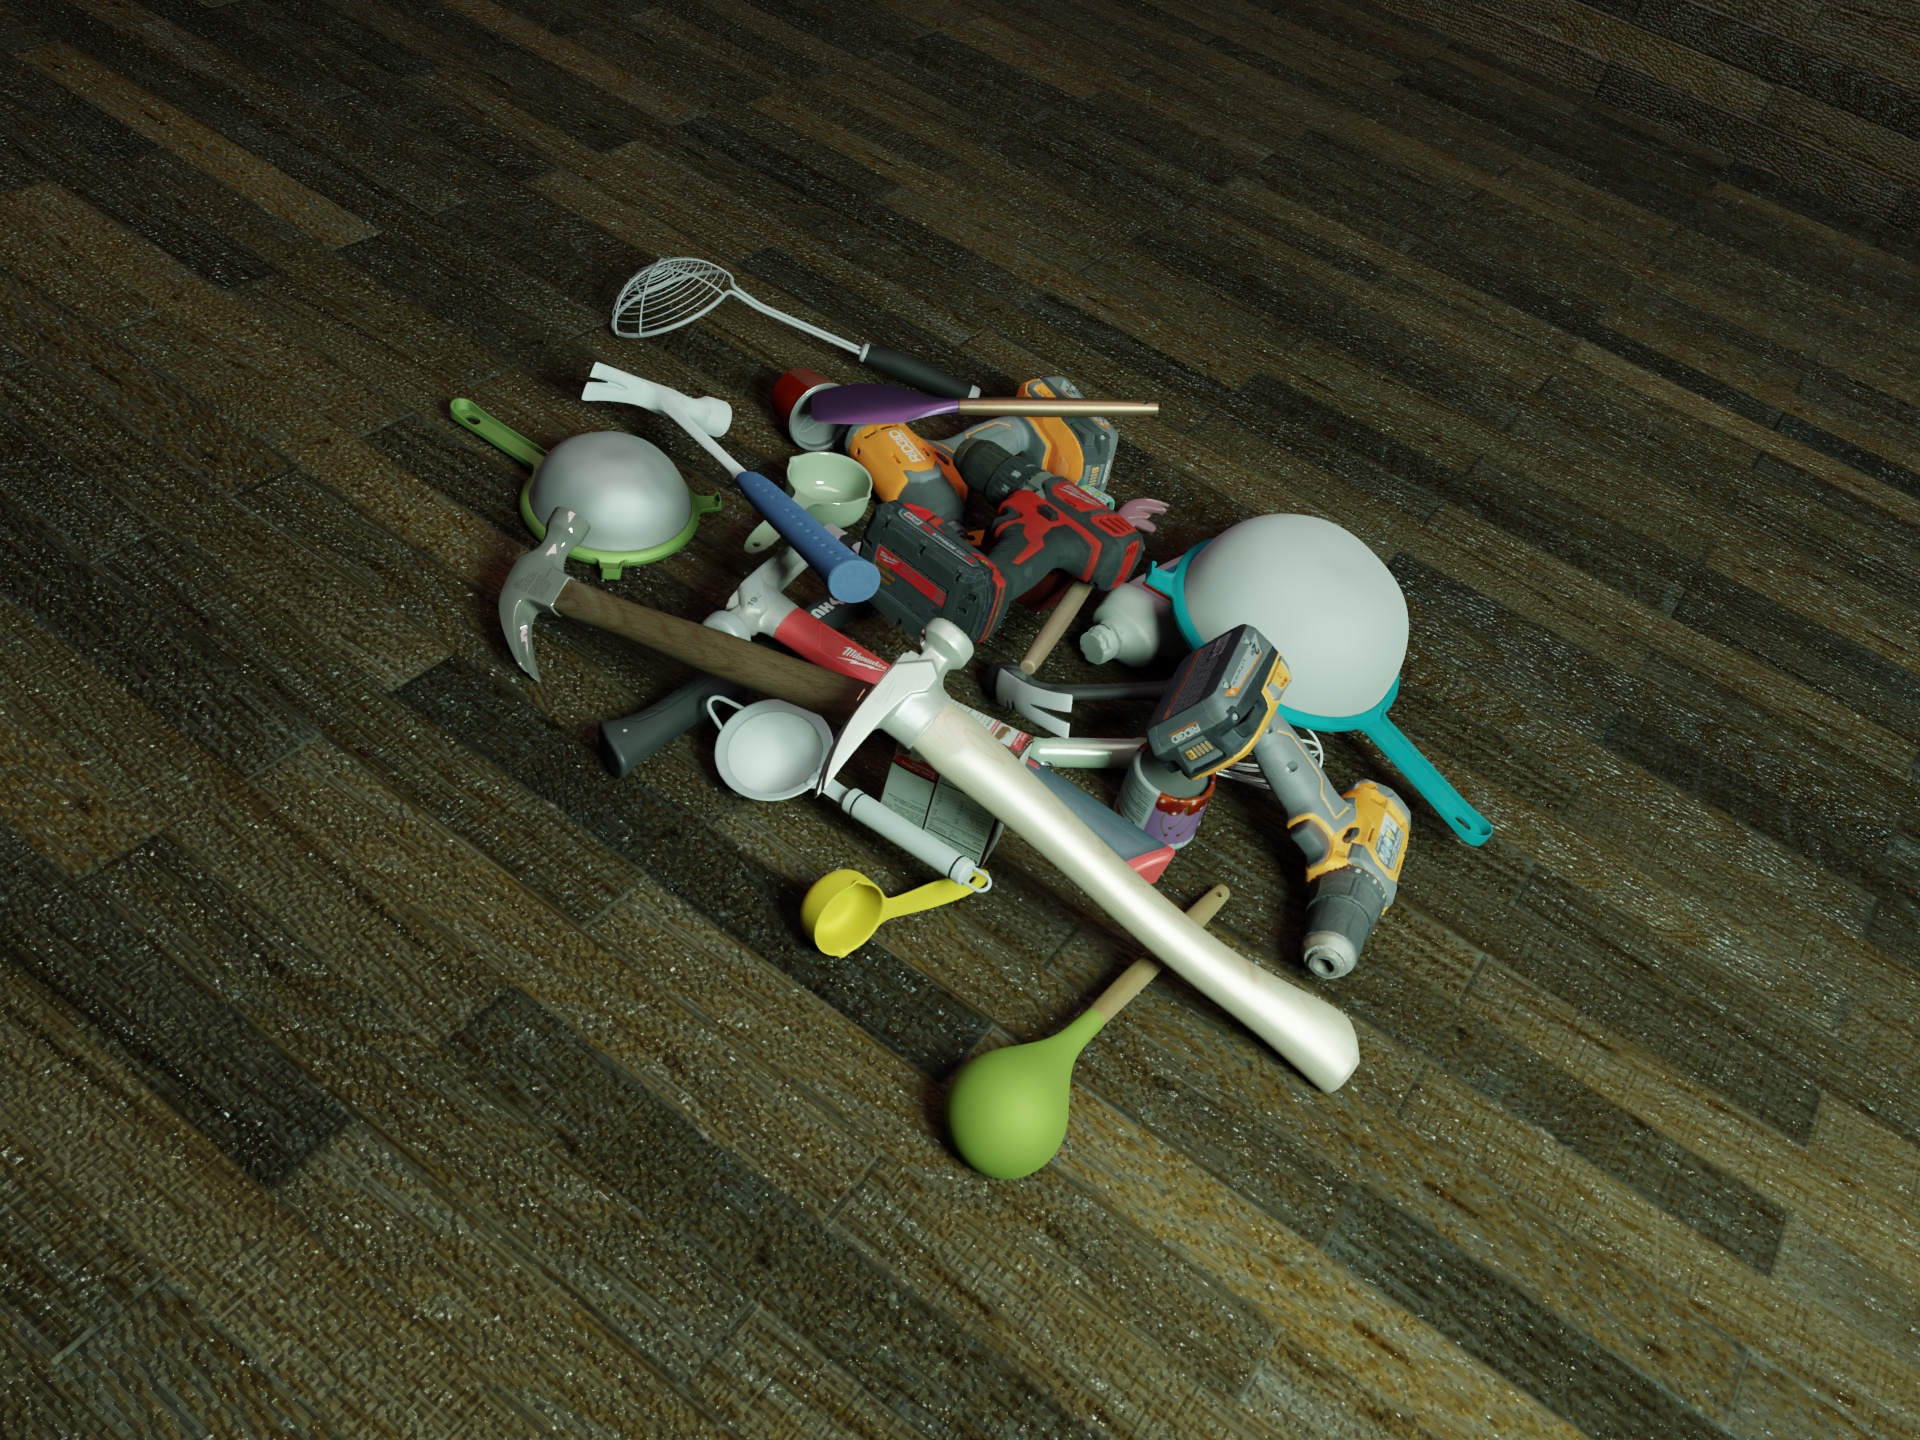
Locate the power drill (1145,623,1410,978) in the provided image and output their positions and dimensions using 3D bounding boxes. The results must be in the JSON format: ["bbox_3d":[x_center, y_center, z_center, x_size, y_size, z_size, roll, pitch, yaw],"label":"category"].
[{"bbox_3d":[0.236,0.063,1.161,0.226,0.084,0.185,48,41,-12],"label":"power drill"}]

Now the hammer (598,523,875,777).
[{"bbox_3d":[-0.151,-0.048,1.246,0.146,0.035,0.335,34,46,19],"label":"hammer"}]

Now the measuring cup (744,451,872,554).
[{"bbox_3d":[-0.140,-0.176,1.382,0.083,0.038,0.168,28,46,13],"label":"measuring cup"}]

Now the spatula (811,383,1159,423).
[{"bbox_3d":[0.023,-0.286,1.442,0.316,0.018,0.060,0,49,-4],"label":"spatula"}]

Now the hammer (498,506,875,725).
[{"bbox_3d":[-0.204,-0.057,1.157,0.331,0.031,0.130,20,74,26],"label":"hammer"}]

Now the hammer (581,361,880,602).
[{"bbox_3d":[-0.181,-0.198,1.287,0.144,0.035,0.406,12,22,-39],"label":"hammer"}]

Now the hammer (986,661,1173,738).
[{"bbox_3d":[0.197,-0.024,1.298,0.336,0.034,0.127,-2,15,-24],"label":"hammer"}]

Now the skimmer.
[{"bbox_3d":[-0.162,-0.365,1.576,0.363,0.090,0.127,21,40,-9],"label":"skimmer"}]

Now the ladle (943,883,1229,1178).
[{"bbox_3d":[0.099,0.195,1.073,0.078,0.062,0.320,38,40,17],"label":"ladle"}]

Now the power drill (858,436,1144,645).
[{"bbox_3d":[0.017,-0.151,1.273,0.188,0.080,0.226,39,42,23],"label":"power drill"}]

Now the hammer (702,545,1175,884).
[{"bbox_3d":[-0.002,-0.004,1.208,0.386,0.038,0.143,33,47,8],"label":"hammer"}]

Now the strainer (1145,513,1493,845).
[{"bbox_3d":[0.320,-0.053,1.268,0.211,0.095,0.341,-19,61,-37],"label":"strainer"}]

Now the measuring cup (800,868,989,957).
[{"bbox_3d":[-0.045,0.119,1.101,0.156,0.062,0.029,-12,34,-41],"label":"measuring cup"}]

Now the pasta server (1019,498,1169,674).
[{"bbox_3d":[0.113,-0.116,1.351,0.040,0.060,0.316,30,37,4],"label":"pasta server"}]

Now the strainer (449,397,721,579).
[{"bbox_3d":[-0.336,-0.229,1.352,0.256,0.069,0.151,32,45,15],"label":"strainer"}]

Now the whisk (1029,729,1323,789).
[{"bbox_3d":[0.169,0.025,1.258,0.246,0.057,0.059,1,75,-10],"label":"whisk"}]

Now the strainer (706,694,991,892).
[{"bbox_3d":[-0.082,0.057,1.132,0.259,0.050,0.087,30,62,26],"label":"strainer"}]

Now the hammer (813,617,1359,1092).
[{"bbox_3d":[0.095,0.115,1.057,0.410,0.038,0.146,40,69,-3],"label":"hammer"}]

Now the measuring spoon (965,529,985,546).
[{"bbox_3d":[0.047,-0.173,1.450,0.117,0.011,0.021,-12,50,-27],"label":"measuring spoon"}]

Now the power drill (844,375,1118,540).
[{"bbox_3d":[0.028,-0.232,1.459,0.226,0.084,0.164,-17,52,-25],"label":"power drill"}]
